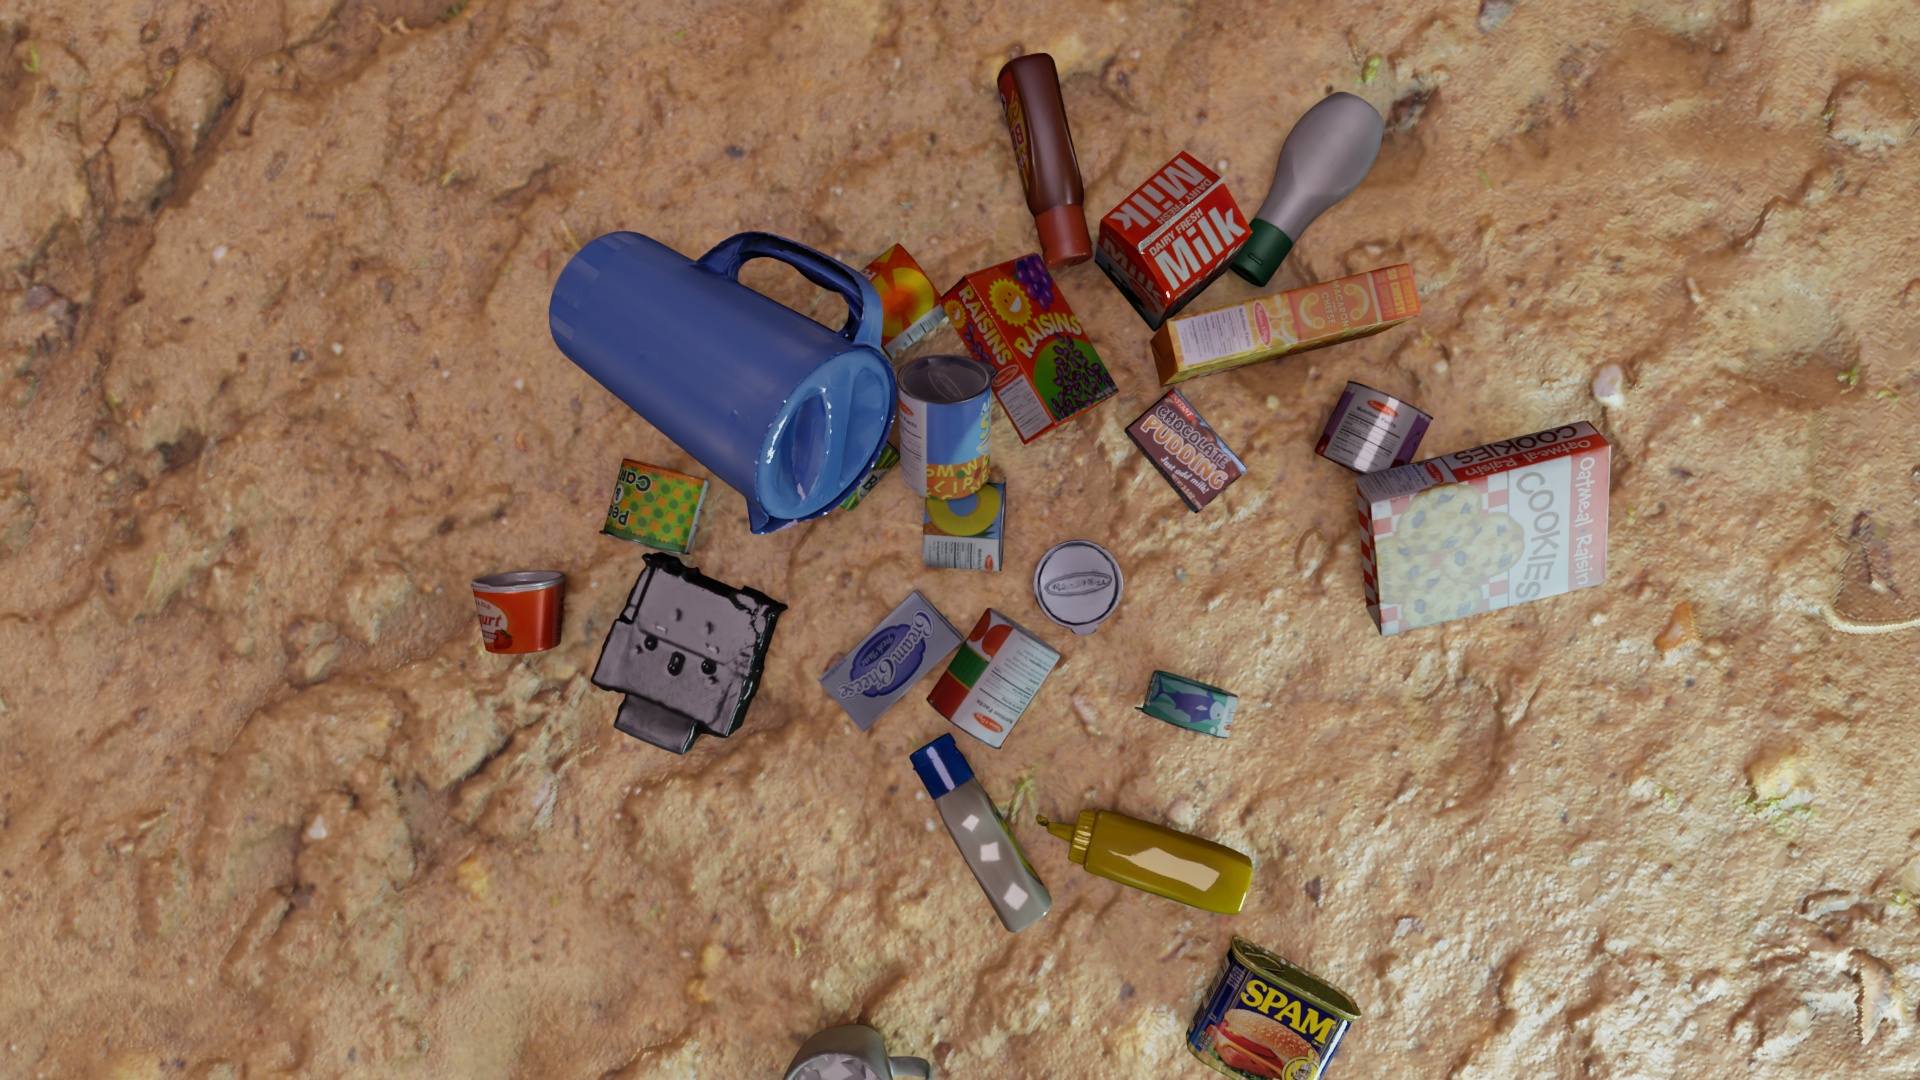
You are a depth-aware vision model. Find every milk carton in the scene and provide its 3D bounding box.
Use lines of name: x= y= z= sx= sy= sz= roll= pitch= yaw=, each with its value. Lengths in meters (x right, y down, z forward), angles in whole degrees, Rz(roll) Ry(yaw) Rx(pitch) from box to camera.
milk carton: x=0.144 y=-0.205 z=0.955 sx=0.072 sy=0.190 sz=0.073 roll=-40 pitch=88 yaw=3

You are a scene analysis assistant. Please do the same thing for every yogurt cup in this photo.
yogurt cup: x=-0.330 y=0.054 z=1.042 sx=0.072 sy=0.072 sz=0.054 roll=-1 pitch=98 yaw=3

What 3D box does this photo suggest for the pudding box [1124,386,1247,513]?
pudding box: x=0.168 y=-0.067 z=1.034 sx=0.049 sy=0.030 sz=0.083 roll=-40 pitch=88 yaw=1

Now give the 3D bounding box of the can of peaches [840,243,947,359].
can of peaches: x=-0.050 y=-0.179 z=1.026 sx=0.058 sy=0.071 sz=0.071 roll=-37 pitch=89 yaw=2

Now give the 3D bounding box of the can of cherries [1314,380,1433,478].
can of cherries: x=0.300 y=-0.076 z=1.010 sx=0.071 sy=0.071 sz=0.058 roll=25 pitch=97 yaw=2

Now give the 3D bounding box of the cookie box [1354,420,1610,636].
cookie box: x=0.372 y=-0.008 z=0.990 sx=0.167 sy=0.040 sz=0.122 roll=-14 pitch=125 yaw=3

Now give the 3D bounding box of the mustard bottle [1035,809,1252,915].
mustard bottle: x=0.131 y=0.231 z=1.021 sx=0.160 sy=0.065 sz=0.049 roll=15 pitch=86 yaw=8

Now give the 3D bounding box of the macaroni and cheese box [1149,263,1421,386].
macaroni and cheese box: x=0.224 y=-0.151 z=0.984 sx=0.166 sy=0.124 sz=0.040 roll=-14 pitch=91 yaw=2

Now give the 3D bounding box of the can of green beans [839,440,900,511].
can of green beans: x=-0.086 y=-0.063 z=1.028 sx=0.071 sy=0.071 sz=0.058 roll=43 pitch=93 yaw=2

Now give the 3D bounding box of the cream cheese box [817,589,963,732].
cream cheese box: x=-0.053 y=0.090 z=1.047 sx=0.104 sy=0.024 sz=0.053 roll=-43 pitch=89 yaw=2

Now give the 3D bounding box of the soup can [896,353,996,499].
soup can: x=-0.008 y=-0.081 z=0.990 sx=0.071 sy=0.072 sz=0.083 roll=2 pitch=128 yaw=3

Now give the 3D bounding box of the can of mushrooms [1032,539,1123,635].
can of mushrooms: x=0.087 y=0.035 z=1.036 sx=0.071 sy=0.033 sz=0.071 roll=0 pitch=90 yaw=2

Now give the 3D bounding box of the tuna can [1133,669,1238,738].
tuna can: x=0.165 y=0.119 z=1.016 sx=0.071 sy=0.071 sz=0.033 roll=17 pitch=90 yaw=3

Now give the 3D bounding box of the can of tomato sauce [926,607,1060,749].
can of tomato sauce: x=0.024 y=0.100 z=1.024 sx=0.071 sy=0.071 sz=0.083 roll=34 pitch=91 yaw=2

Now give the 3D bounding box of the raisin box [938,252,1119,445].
raisin box: x=0.051 y=-0.142 z=1.011 sx=0.040 sy=0.086 sz=0.123 roll=-33 pitch=88 yaw=46

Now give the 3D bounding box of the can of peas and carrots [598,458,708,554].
can of peas and carrots: x=-0.228 y=-0.026 z=1.033 sx=0.071 sy=0.071 sz=0.058 roll=15 pitch=90 yaw=3

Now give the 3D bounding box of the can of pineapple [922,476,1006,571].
can of pineapple: x=0.004 y=-0.013 z=1.025 sx=0.058 sy=0.071 sz=0.071 roll=3 pitch=91 yaw=3

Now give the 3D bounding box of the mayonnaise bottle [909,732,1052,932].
mayonnaise bottle: x=0.014 y=0.214 z=1.027 sx=0.041 sy=0.064 sz=0.148 roll=-31 pitch=85 yaw=0

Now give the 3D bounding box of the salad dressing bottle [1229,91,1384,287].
salad dressing bottle: x=0.251 y=-0.257 z=1.024 sx=0.064 sy=0.044 sz=0.147 roll=35 pitch=93 yaw=0

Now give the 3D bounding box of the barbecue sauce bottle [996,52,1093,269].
barbecue sauce bottle: x=0.064 y=-0.276 z=1.019 sx=0.044 sy=0.065 sz=0.148 roll=-13 pitch=87 yaw=-5
